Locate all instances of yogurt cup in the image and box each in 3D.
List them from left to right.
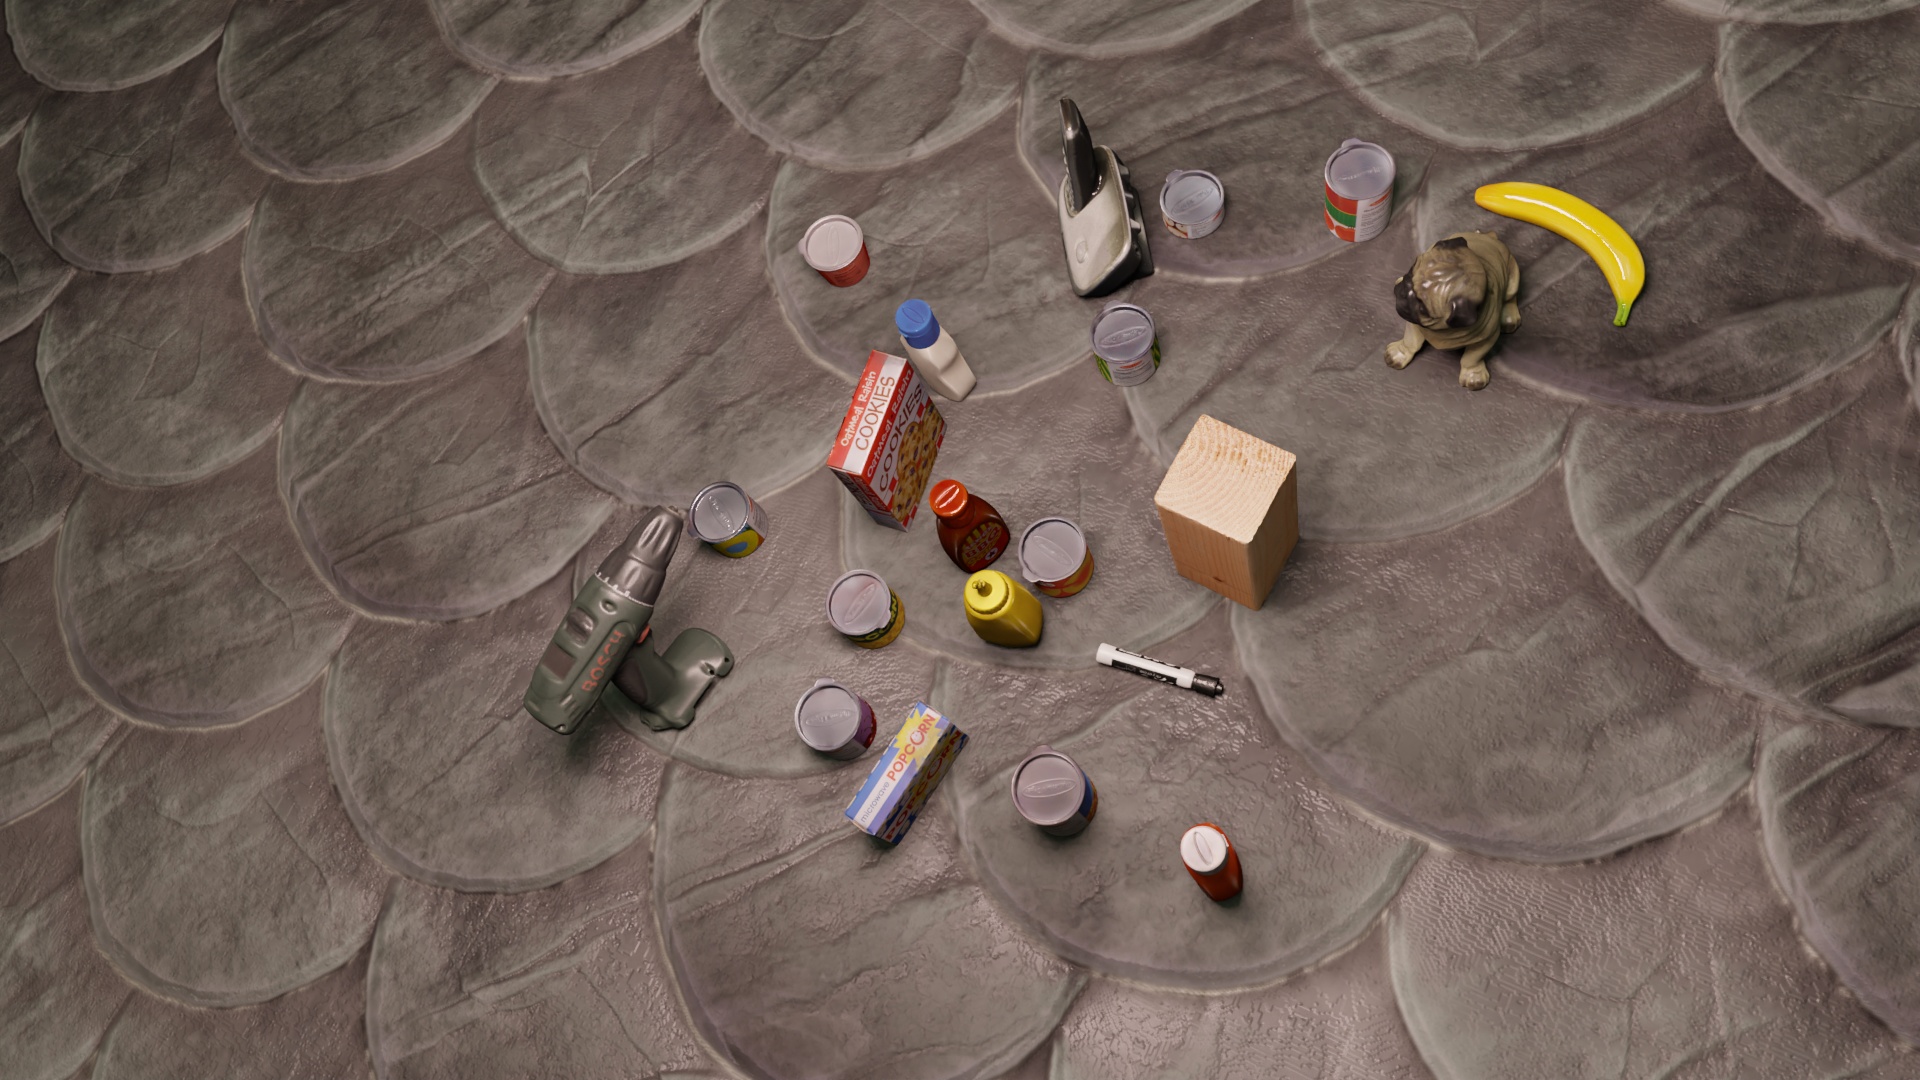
[{"bbox_3d":[-0.132,-0.313,1.516,0.072,0.054,0.072,-4,70,12],"label":"yogurt cup"}]

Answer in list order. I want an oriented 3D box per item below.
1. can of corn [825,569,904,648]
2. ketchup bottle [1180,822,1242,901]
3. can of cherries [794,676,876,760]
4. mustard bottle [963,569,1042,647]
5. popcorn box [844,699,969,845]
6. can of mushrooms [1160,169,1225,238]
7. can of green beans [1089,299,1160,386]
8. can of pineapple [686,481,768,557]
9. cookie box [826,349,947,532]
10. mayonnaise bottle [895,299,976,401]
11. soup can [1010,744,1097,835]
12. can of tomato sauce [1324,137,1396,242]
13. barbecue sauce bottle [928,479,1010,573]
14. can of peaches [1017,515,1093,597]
[{"bbox_3d":[-0.091,0.070,1.368,0.071,0.058,0.071,-4,70,12],"label":"can of corn"},{"bbox_3d":[0.211,0.268,1.175,0.043,0.148,0.065,-25,68,5],"label":"ketchup bottle"},{"bbox_3d":[-0.119,0.172,1.339,0.071,0.058,0.071,-4,70,12],"label":"can of cherries"},{"bbox_3d":[0.035,0.059,1.286,0.065,0.160,0.049,3,72,15],"label":"mustard bottle"},{"bbox_3d":[-0.049,0.217,1.291,0.038,0.085,0.127,31,81,21],"label":"popcorn box"},{"bbox_3d":[0.241,-0.352,1.449,0.071,0.033,0.071,-4,70,12],"label":"can of mushrooms"},{"bbox_3d":[0.166,-0.196,1.399,0.071,0.057,0.071,-4,70,12],"label":"can of green beans"},{"bbox_3d":[-0.241,-0.020,1.437,0.071,0.057,0.071,-4,70,12],"label":"can of pineapple"},{"bbox_3d":[-0.069,-0.094,1.362,0.040,0.167,0.123,15,76,18],"label":"cookie box"},{"bbox_3d":[-0.028,-0.193,1.397,0.065,0.147,0.041,38,84,22],"label":"mayonnaise bottle"},{"bbox_3d":[0.086,0.227,1.256,0.071,0.083,0.071,-4,70,12],"label":"soup can"},{"bbox_3d":[0.396,-0.348,1.383,0.071,0.083,0.071,-4,70,12],"label":"can of tomato sauce"},{"bbox_3d":[0.005,-0.017,1.326,0.065,0.148,0.044,-43,67,-3],"label":"barbecue sauce bottle"},{"bbox_3d":[0.091,0.018,1.342,0.071,0.058,0.071,-4,70,12],"label":"can of peaches"}]
